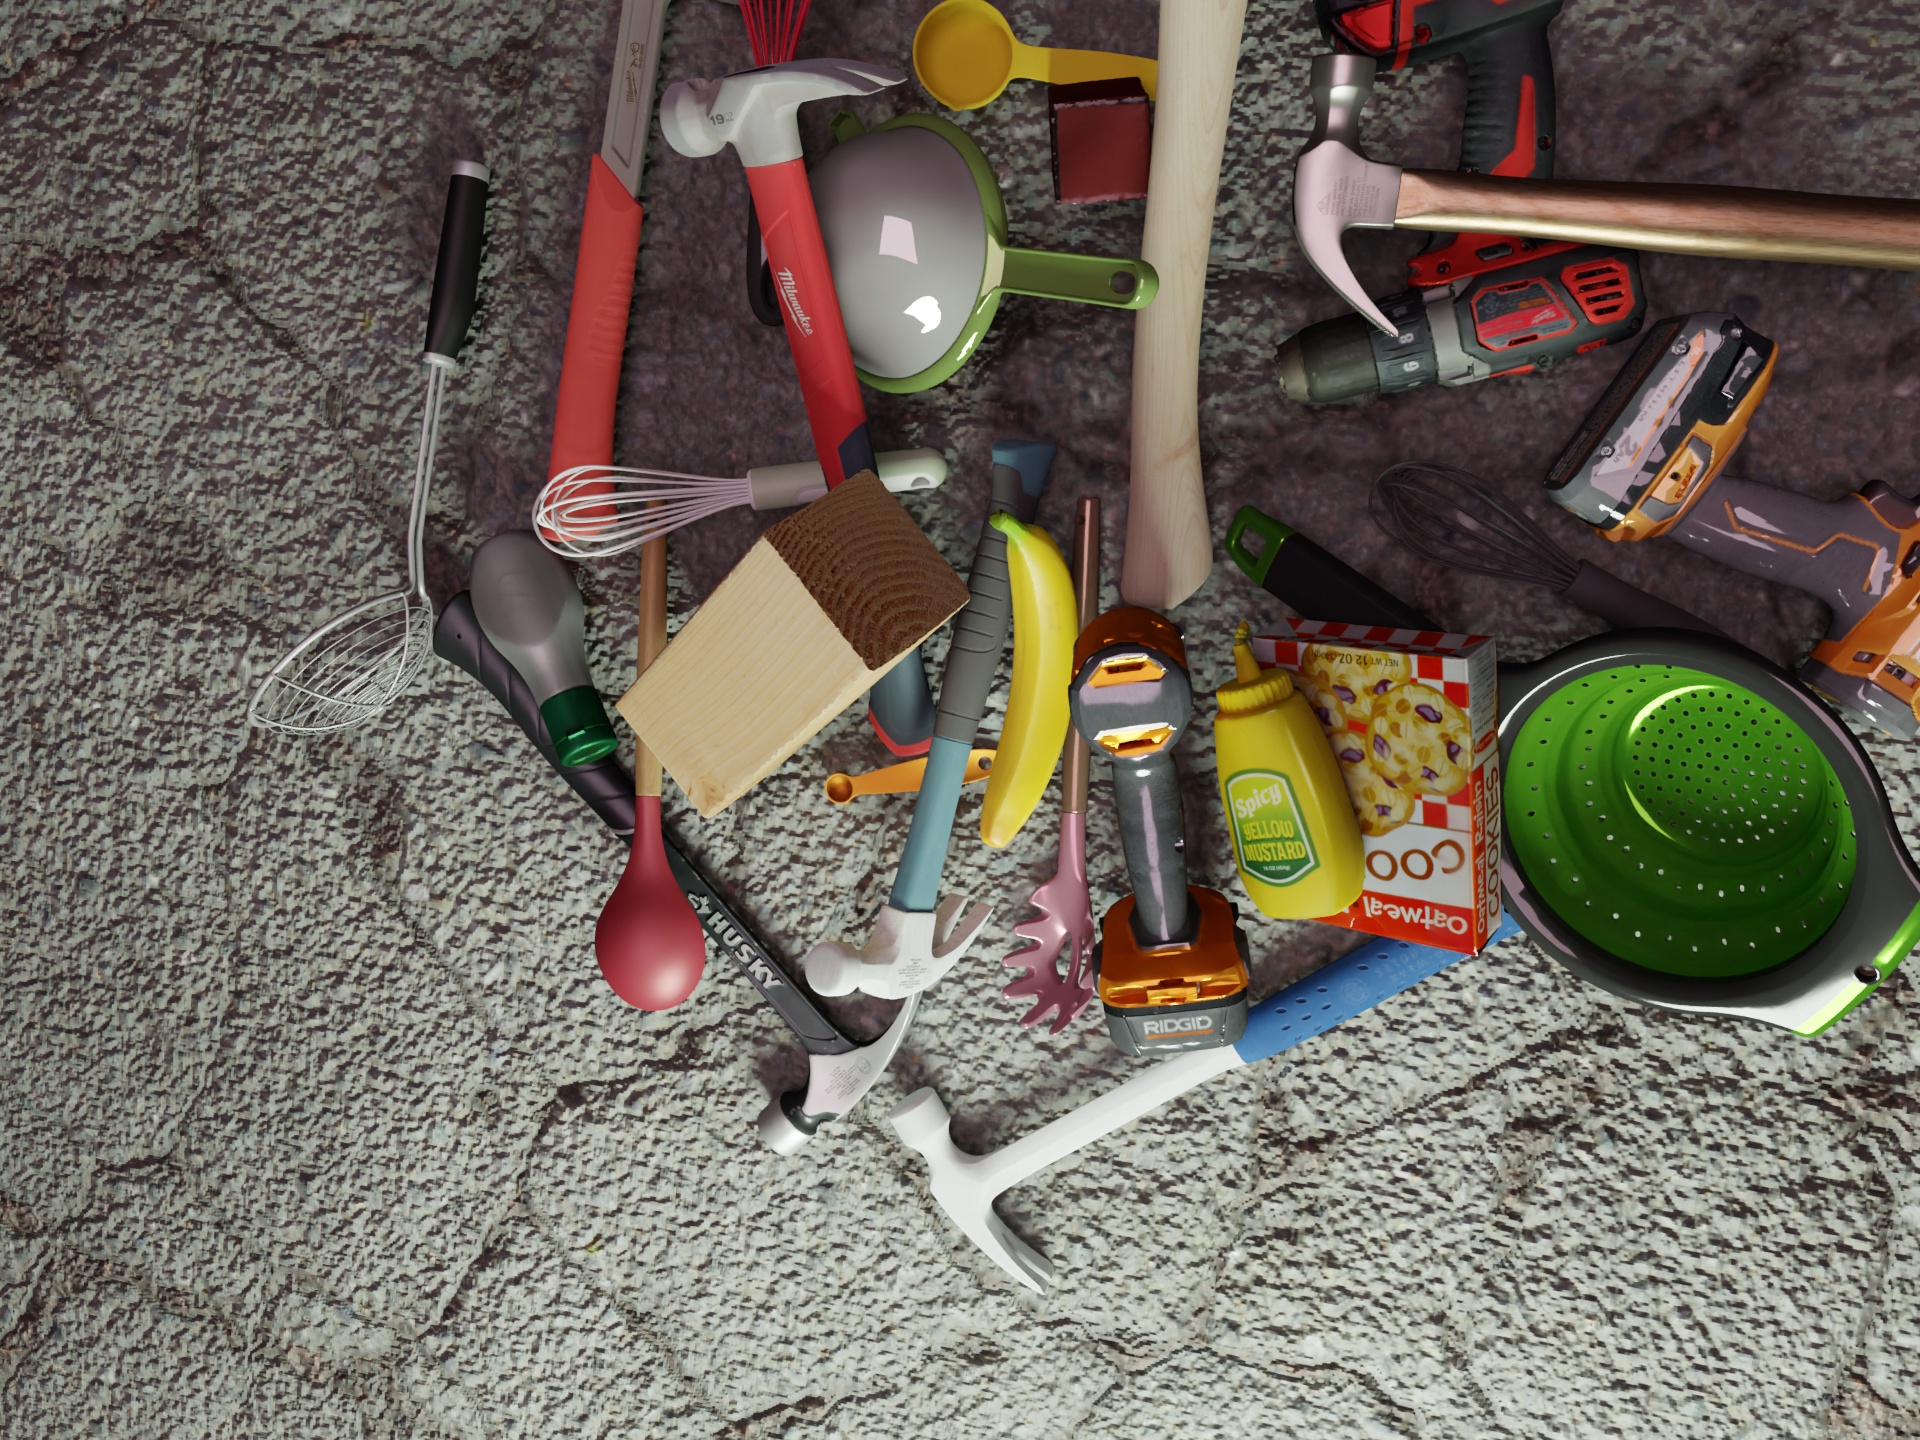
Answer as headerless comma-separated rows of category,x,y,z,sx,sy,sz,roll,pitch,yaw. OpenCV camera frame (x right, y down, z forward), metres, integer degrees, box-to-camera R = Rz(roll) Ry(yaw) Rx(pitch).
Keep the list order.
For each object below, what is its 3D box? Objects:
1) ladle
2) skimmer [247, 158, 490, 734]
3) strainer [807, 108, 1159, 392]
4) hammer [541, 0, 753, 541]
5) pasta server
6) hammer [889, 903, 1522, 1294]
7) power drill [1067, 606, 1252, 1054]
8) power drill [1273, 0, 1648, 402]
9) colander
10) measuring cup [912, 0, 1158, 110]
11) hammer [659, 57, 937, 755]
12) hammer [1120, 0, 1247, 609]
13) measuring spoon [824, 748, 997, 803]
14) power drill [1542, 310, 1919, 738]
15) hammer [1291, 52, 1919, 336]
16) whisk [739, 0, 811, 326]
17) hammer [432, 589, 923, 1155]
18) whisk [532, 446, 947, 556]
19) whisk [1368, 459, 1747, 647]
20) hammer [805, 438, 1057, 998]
ladle,-0.189,0.020,0.972,0.069,0.031,0.315,0,86,4
skimmer,-0.358,-0.166,0.977,0.090,0.127,0.363,10,92,4
strainer,-0.013,-0.242,0.834,0.257,0.069,0.151,22,110,42
hammer,-0.219,-0.287,0.953,0.149,0.037,0.359,13,101,10
pasta server,0.064,0.027,0.938,0.060,0.040,0.316,9,101,40
hammer,0.158,0.202,0.946,0.405,0.035,0.144,-32,91,15
power drill,0.106,0.049,0.878,0.084,0.164,0.226,-8,106,8
power drill,0.241,-0.284,0.830,0.188,0.080,0.226,-12,99,14
colander,0.319,-0.007,0.852,0.397,0.094,0.204,39,131,23
measuring cup,0.051,-0.364,0.890,0.156,0.029,0.062,8,104,-1
hammer,-0.052,-0.151,0.860,0.143,0.038,0.386,10,125,37
hammer,0.103,-0.251,0.819,0.146,0.038,0.410,1,118,-1
measuring spoon,-0.027,0.033,0.976,0.117,0.011,0.021,-10,97,11
power drill,0.443,-0.123,0.808,0.226,0.084,0.185,33,104,1
hammer,0.328,-0.242,0.770,0.331,0.031,0.130,8,106,8
whisk,-0.105,-0.371,0.888,0.073,0.073,0.295,8,113,11
hammer,-0.190,0.078,1.006,0.149,0.036,0.409,-42,88,14
whisk,-0.130,-0.134,0.936,0.246,0.057,0.059,-7,71,1
whisk,0.330,-0.074,0.859,0.239,0.055,0.055,29,104,2
hammer,-0.001,-0.003,0.913,0.033,0.128,0.331,15,91,35
